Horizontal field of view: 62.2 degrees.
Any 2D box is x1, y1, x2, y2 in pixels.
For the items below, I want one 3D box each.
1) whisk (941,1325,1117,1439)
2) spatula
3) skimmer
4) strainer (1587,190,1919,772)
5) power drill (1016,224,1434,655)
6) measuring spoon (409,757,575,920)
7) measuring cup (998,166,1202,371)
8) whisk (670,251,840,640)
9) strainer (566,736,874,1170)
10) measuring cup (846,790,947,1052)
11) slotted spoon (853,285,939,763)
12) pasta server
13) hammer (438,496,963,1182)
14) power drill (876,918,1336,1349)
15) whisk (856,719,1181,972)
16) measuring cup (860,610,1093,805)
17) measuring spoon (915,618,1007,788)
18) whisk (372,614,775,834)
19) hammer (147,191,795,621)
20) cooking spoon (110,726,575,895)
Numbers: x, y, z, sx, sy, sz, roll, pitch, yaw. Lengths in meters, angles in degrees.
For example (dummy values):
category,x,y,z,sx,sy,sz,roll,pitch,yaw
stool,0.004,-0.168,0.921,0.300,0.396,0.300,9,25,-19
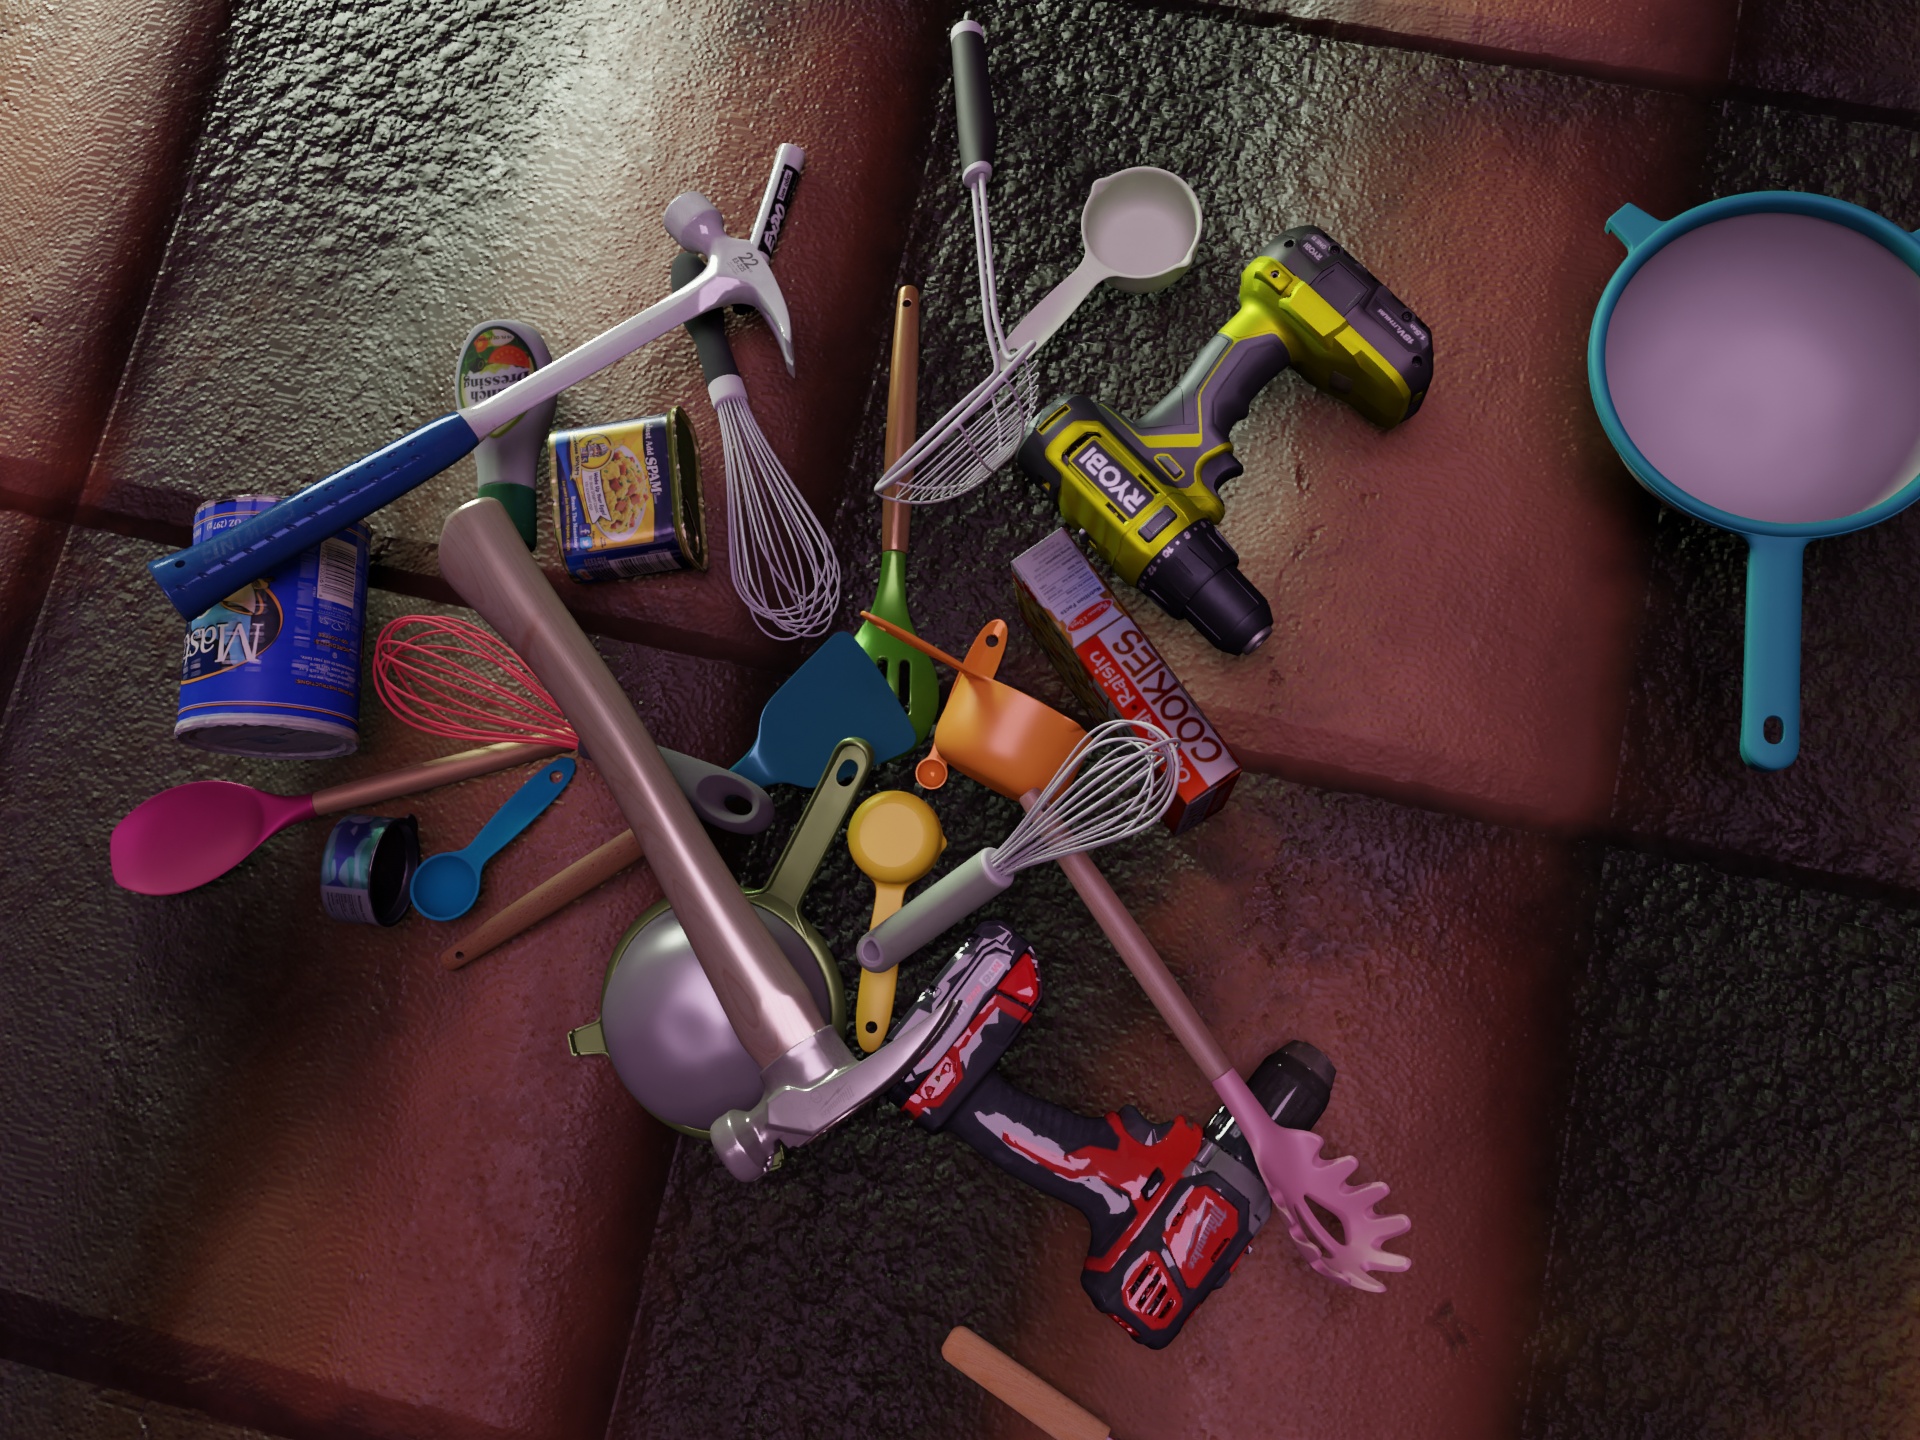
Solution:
category,x,y,z,sx,sy,sz,roll,pitch,yaw
whisk,0.096,0.407,0.868,0.245,0.051,0.047,30,61,14
spatula,-0.178,0.064,0.951,0.317,0.044,0.082,-31,100,8
skimmer,-0.009,-0.300,0.989,0.090,0.127,0.364,10,65,-32
strainer,0.464,-0.133,0.929,0.211,0.095,0.340,5,80,8
power drill,0.174,-0.168,0.967,0.228,0.080,0.191,-42,77,-2
measuring spoon,-0.283,0.073,0.980,0.042,0.021,0.128,40,74,12
measuring cup,0.085,-0.279,1.019,0.167,0.038,0.083,-45,78,0
whisk,-0.139,-0.179,1.003,0.070,0.070,0.285,-19,73,0
strainer,-0.120,0.124,0.898,0.151,0.069,0.256,29,96,11
measuring cup,-0.046,0.118,0.942,0.062,0.029,0.156,6,78,5
slotted spoon,-0.042,-0.129,0.999,0.070,0.031,0.314,2,76,2
pasta server,0.128,0.165,0.856,0.060,0.040,0.316,-28,78,-32
hammer,-0.164,0.036,0.873,0.146,0.038,0.411,-35,75,3
power drill,0.082,0.208,0.891,0.227,0.080,0.188,39,76,7
whisk,0.026,0.075,0.864,0.246,0.059,0.058,-38,73,32
measuring cup,-0.001,-0.003,0.906,0.173,0.095,0.052,31,83,-35
measuring spoon,0.002,-0.010,0.979,0.021,0.011,0.117,23,77,5
whisk,-0.234,0.005,0.939,0.296,0.073,0.073,21,80,21
hammer,-0.281,-0.177,0.947,0.405,0.035,0.144,-35,69,-17
cooking spoon,-0.375,0.046,0.988,0.319,0.017,0.069,-15,72,1
